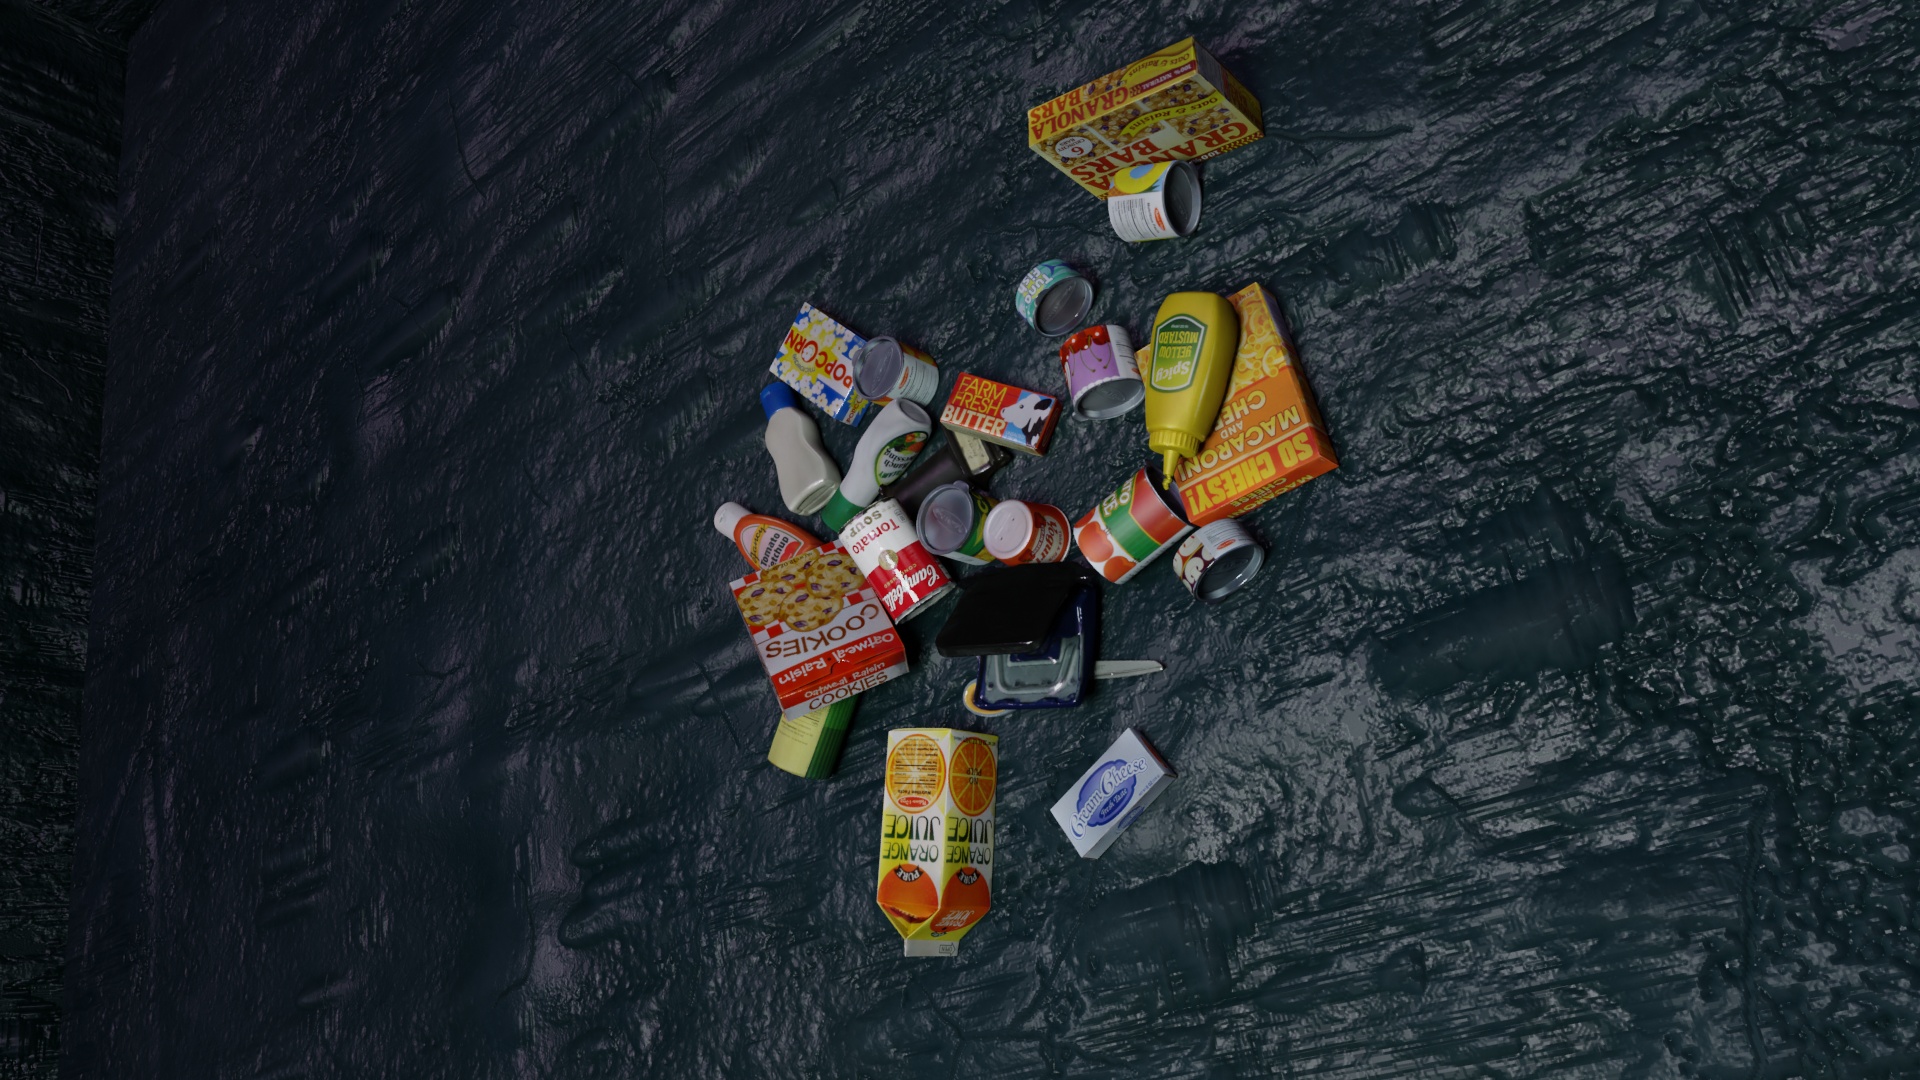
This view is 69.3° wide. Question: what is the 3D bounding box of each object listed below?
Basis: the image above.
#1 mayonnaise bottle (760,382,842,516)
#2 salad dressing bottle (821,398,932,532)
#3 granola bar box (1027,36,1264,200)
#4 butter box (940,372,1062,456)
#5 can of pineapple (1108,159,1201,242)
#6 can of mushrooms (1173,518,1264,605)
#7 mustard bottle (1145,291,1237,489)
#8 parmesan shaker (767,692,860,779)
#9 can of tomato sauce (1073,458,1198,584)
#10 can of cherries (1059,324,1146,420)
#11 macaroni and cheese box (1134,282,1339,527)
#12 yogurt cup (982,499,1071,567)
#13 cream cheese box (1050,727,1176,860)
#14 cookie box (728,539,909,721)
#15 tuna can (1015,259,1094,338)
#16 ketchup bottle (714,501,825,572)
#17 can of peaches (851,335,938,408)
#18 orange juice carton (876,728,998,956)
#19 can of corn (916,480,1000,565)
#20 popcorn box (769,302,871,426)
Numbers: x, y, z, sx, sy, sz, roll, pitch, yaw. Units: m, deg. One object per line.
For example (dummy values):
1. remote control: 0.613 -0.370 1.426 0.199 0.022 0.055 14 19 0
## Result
1. mayonnaise bottle: -0.172 -0.100 1.452 0.064 0.041 0.148 -38 57 23
2. salad dressing bottle: -0.085 -0.071 1.365 0.044 0.064 0.147 52 119 28
3. granola bar box: 0.160 -0.361 1.203 0.165 0.124 0.039 -14 70 35
4. butter box: 0.037 -0.117 1.279 0.103 0.024 0.053 18 78 24
5. can of pineapple: 0.171 -0.297 1.217 0.058 0.071 0.071 3 80 39
6. can of mushrooms: 0.204 0.017 1.107 0.071 0.071 0.033 -47 55 19
7. mustard bottle: 0.180 -0.119 1.118 0.065 0.049 0.160 4 80 41
8. parmesan shaker: -0.141 0.170 1.338 0.071 0.071 0.103 21 92 40
9. can of tomato sauce: 0.145 -0.015 1.160 0.083 0.071 0.071 -41 57 24
10. can of cherries: 0.122 -0.146 1.213 0.071 0.071 0.058 -28 62 30
11. macaroni and cheese box: 0.224 -0.109 1.140 0.123 0.040 0.167 -29 61 30
12. yogurt cup: 0.057 -0.005 1.236 0.072 0.054 0.072 -12 70 36
13. cream cheese box: 0.125 0.209 1.144 0.103 0.024 0.053 -50 52 17
14. cookie box: -0.136 0.080 1.314 0.123 0.040 0.168 -22 45 -11
15. tuna can: 0.084 -0.220 1.261 0.071 0.071 0.033 -51 52 16
16. ketchup bottle: -0.200 0.003 1.444 0.149 0.043 0.064 30 97 40
17. can of peaches: -0.065 -0.163 1.372 0.071 0.058 0.071 -11 72 37
18. orange juice carton: -0.020 0.264 1.213 0.073 0.072 0.193 -7 74 37
19. can of corn: 0.005 -0.016 1.277 0.071 0.058 0.071 -11 71 36
20. popcorn box: -0.135 -0.184 1.445 0.127 0.038 0.085 37 102 38
